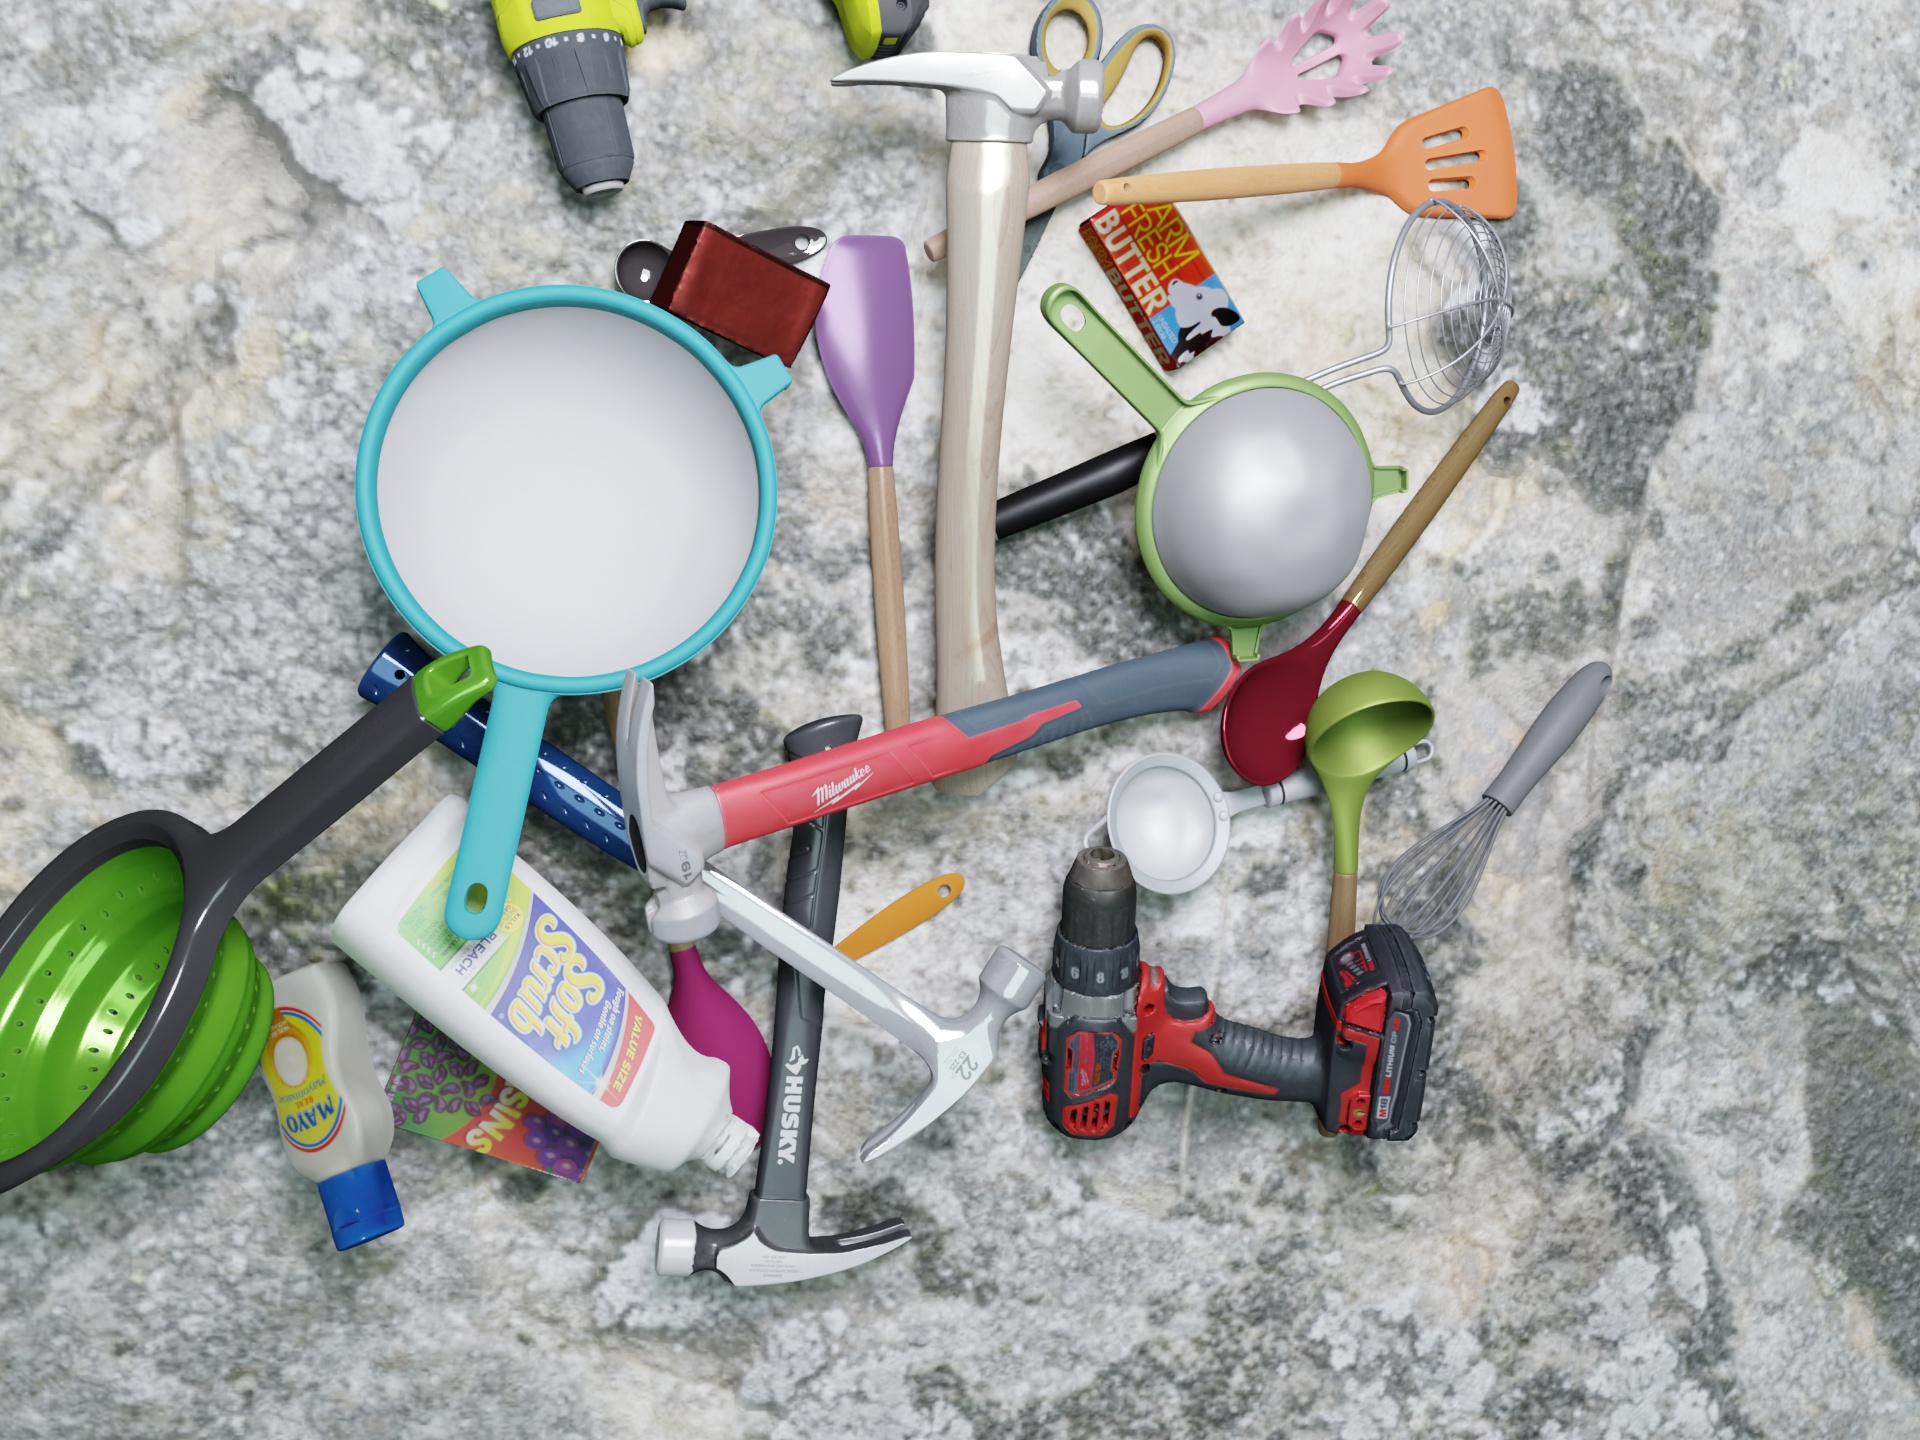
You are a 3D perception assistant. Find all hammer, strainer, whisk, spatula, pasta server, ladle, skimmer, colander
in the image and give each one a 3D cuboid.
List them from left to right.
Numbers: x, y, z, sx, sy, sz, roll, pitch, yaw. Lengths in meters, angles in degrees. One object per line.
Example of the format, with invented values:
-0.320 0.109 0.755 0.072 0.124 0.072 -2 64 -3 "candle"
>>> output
-0.361 0.107 0.804 0.397 0.205 0.094 -37 135 9 "colander"
-0.220 -0.055 0.851 0.211 0.095 0.340 13 88 -10 "strainer"
-0.156 0.089 0.887 0.405 0.035 0.144 35 86 -4 "hammer"
-0.088 0.162 0.933 0.146 0.035 0.335 6 90 -13 "hammer"
-0.047 -0.122 0.931 0.059 0.018 0.316 -6 97 -19 "spatula"
-0.003 -0.157 0.899 0.146 0.038 0.410 1 105 -3 "hammer"
-0.001 -0.003 0.883 0.386 0.038 0.143 -17 115 -28 "hammer"
0.118 -0.340 0.923 0.316 0.040 0.060 -30 103 -12 "pasta server"
0.143 -0.148 0.882 0.256 0.069 0.151 39 95 -26 "strainer"
0.171 -0.198 0.965 0.363 0.090 0.127 -23 122 1 "skimmer"
0.186 0.048 0.993 0.258 0.050 0.087 -13 87 -17 "strainer"
0.207 -0.319 0.925 0.322 0.041 0.081 -17 101 -33 "spatula"
0.243 0.122 0.985 0.078 0.062 0.320 -5 108 -14 "ladle"
0.257 -0.091 0.989 0.069 0.031 0.315 42 80 -23 "ladle"
0.346 0.051 1.029 0.055 0.055 0.239 43 82 -14 "whisk"

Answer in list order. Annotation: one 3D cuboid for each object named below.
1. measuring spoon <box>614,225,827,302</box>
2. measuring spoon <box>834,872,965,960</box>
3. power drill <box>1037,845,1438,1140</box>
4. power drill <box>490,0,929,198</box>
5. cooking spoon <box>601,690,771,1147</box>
-0.136 -0.262 0.900 0.124 0.018 0.034 -16 112 -17 "measuring spoon"
-0.046 0.127 0.963 0.117 0.011 0.021 -32 102 -7 "measuring spoon"
0.160 0.164 0.947 0.226 0.080 0.187 1 114 1 "power drill"
-0.137 -0.396 0.851 0.228 0.080 0.190 -15 99 -8 "power drill"
-0.169 0.109 0.930 0.068 0.017 0.319 -15 100 -11 "cooking spoon"
